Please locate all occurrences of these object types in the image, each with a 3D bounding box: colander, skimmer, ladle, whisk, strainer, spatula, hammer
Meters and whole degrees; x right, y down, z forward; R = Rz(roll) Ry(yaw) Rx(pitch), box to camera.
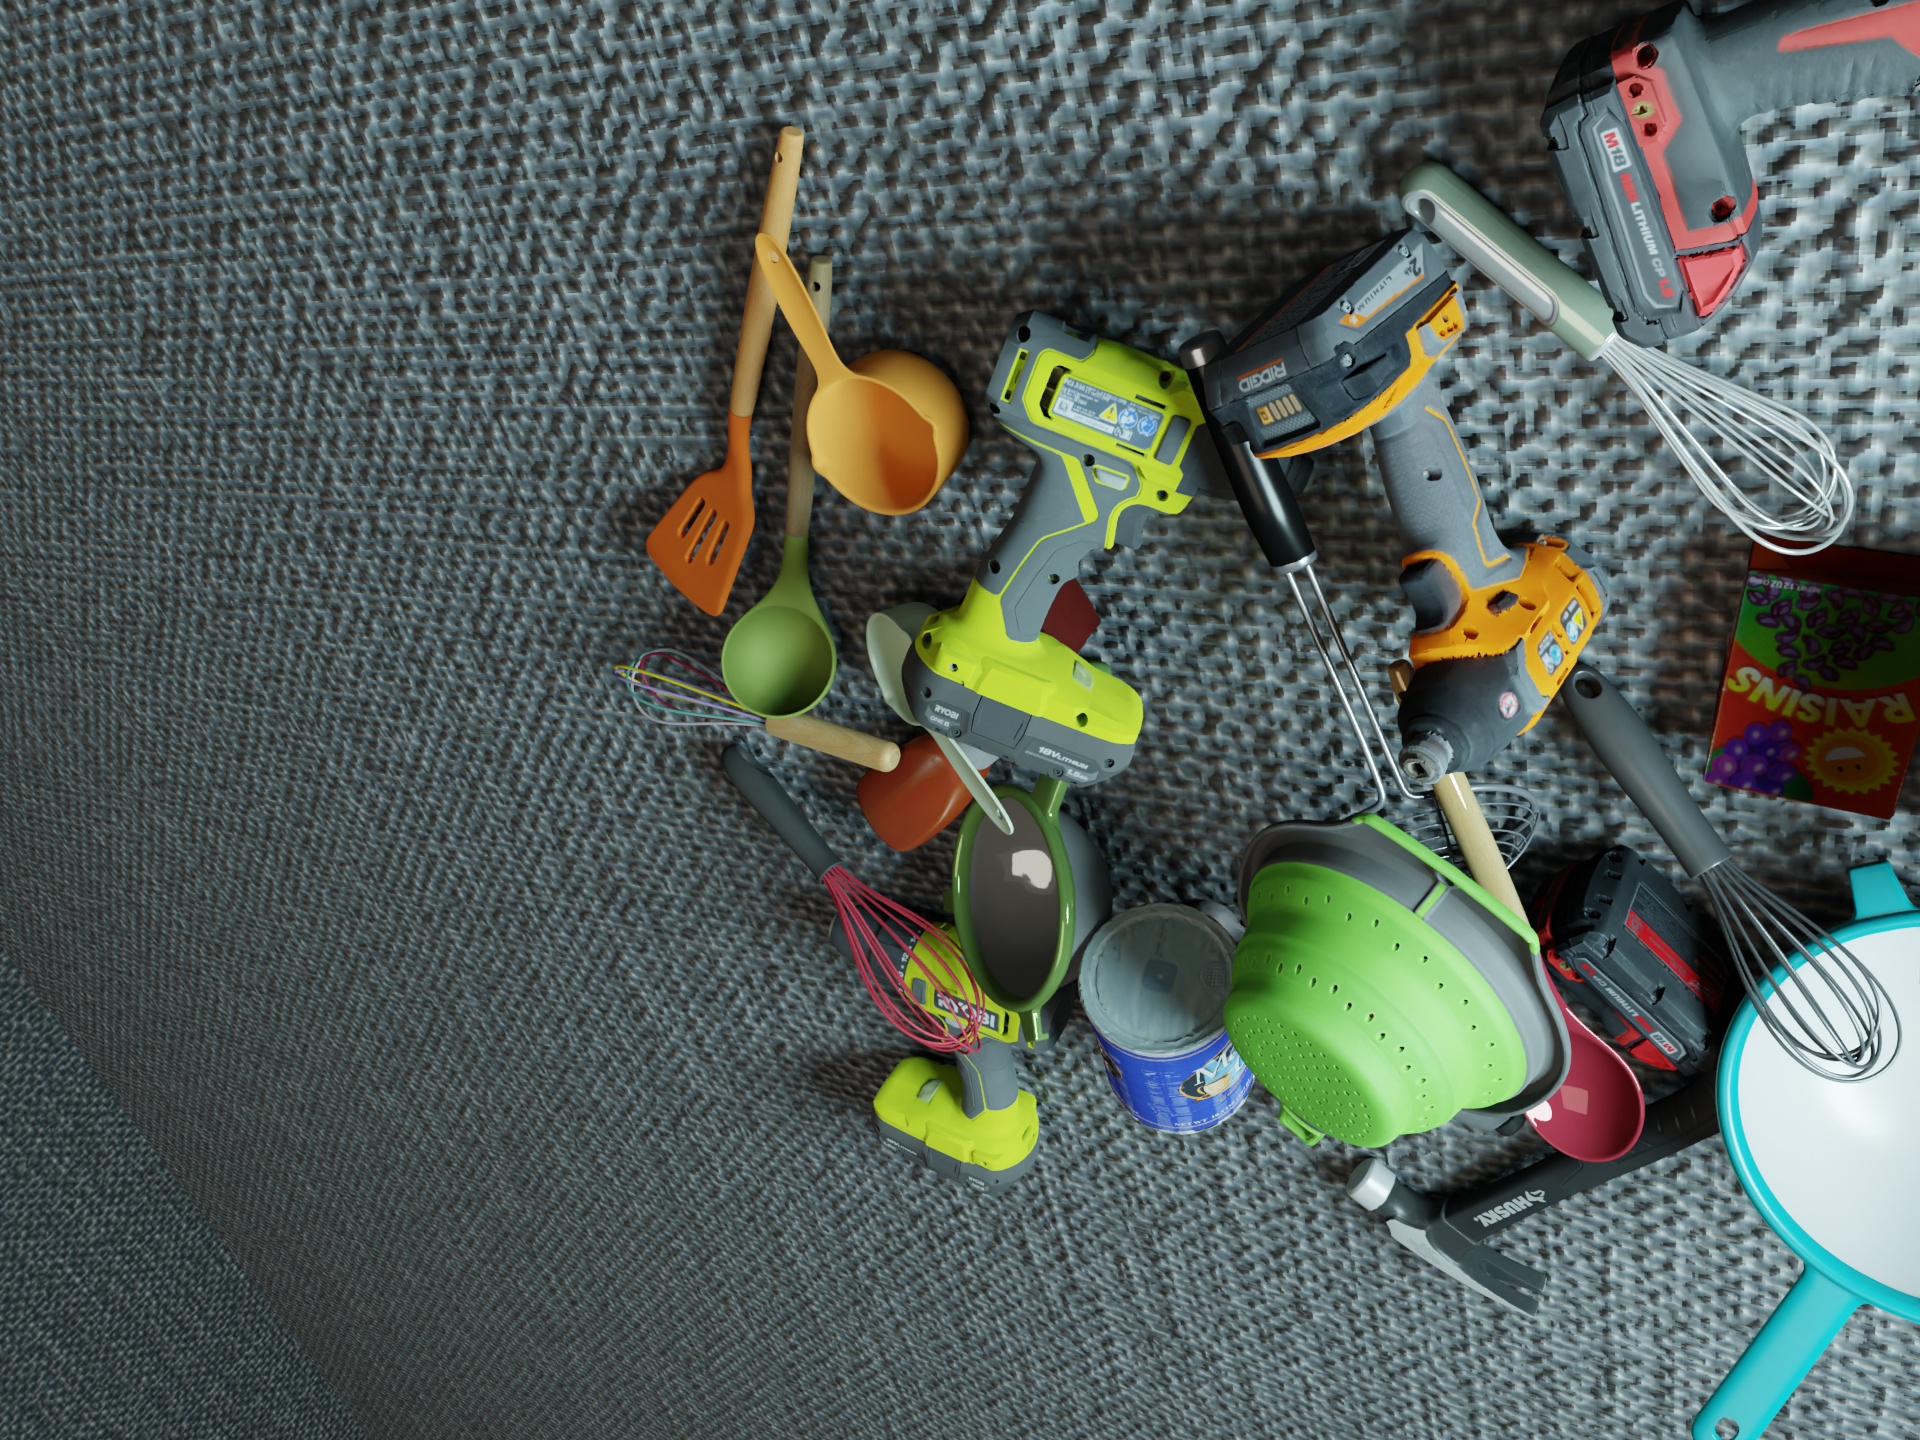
[{"bbox_3d":[0.210,0.201,0.922,0.205,0.094,0.396,38,156,21],"label":"colander"},{"bbox_3d":[0.196,-0.042,0.830,0.127,0.090,0.363,-20,112,21],"label":"skimmer"},{"bbox_3d":[0.283,0.103,0.825,0.069,0.031,0.315,-12,115,39],"label":"ladle"},{"bbox_3d":[0.290,-0.162,0.698,0.246,0.059,0.057,41,165,4],"label":"whisk"},{"bbox_3d":[0.479,0.243,0.820,0.211,0.095,0.340,33,116,26],"label":"strainer"},{"bbox_3d":[-0.146,-0.006,1.117,0.245,0.051,0.047,17,137,28],"label":"whisk"},{"bbox_3d":[0.371,0.069,0.782,0.239,0.055,0.055,59,141,17],"label":"whisk"},{"bbox_3d":[0.070,0.072,1.037,0.152,0.069,0.256,54,135,47],"label":"strainer"},{"bbox_3d":[-0.103,-0.133,0.987,0.078,0.062,0.320,15,131,4],"label":"ladle"},{"bbox_3d":[-0.081,0.123,1.144,0.296,0.073,0.073,48,141,20],"label":"whisk"},{"bbox_3d":[-0.135,-0.204,0.957,0.081,0.041,0.322,44,139,22],"label":"spatula"},{"bbox_3d":[0.392,0.286,1.002,0.146,0.035,0.334,37,141,2],"label":"hammer"}]

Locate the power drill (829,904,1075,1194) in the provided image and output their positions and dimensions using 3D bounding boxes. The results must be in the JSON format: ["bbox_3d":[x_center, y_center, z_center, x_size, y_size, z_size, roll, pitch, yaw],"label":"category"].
[{"bbox_3d":[-0.013,0.248,1.233,0.191,0.080,0.228,19,131,21],"label":"power drill"}]

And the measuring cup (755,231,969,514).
[{"bbox_3d":[-0.058,-0.203,0.899,0.095,0.052,0.173,-12,116,40],"label":"measuring cup"}]

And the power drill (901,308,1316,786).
[{"bbox_3d":[0.072,-0.085,0.848,0.171,0.080,0.223,22,116,-1],"label":"power drill"}]

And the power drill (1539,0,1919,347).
[{"bbox_3d":[0.355,-0.214,0.587,0.227,0.080,0.187,-14,116,38],"label":"power drill"}]

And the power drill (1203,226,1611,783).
[{"bbox_3d":[0.206,-0.090,0.729,0.084,0.164,0.226,-14,114,50],"label":"power drill"}]

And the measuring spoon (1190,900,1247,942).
[{"bbox_3d":[0.204,0.157,1.046,0.124,0.018,0.034,27,136,12],"label":"measuring spoon"}]

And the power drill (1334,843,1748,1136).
[{"bbox_3d":[0.333,0.171,0.930,0.143,0.078,0.219,44,141,-4],"label":"power drill"}]

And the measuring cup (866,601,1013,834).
[{"bbox_3d":[-0.002,-0.003,0.994,0.168,0.038,0.083,56,154,18],"label":"measuring cup"}]
